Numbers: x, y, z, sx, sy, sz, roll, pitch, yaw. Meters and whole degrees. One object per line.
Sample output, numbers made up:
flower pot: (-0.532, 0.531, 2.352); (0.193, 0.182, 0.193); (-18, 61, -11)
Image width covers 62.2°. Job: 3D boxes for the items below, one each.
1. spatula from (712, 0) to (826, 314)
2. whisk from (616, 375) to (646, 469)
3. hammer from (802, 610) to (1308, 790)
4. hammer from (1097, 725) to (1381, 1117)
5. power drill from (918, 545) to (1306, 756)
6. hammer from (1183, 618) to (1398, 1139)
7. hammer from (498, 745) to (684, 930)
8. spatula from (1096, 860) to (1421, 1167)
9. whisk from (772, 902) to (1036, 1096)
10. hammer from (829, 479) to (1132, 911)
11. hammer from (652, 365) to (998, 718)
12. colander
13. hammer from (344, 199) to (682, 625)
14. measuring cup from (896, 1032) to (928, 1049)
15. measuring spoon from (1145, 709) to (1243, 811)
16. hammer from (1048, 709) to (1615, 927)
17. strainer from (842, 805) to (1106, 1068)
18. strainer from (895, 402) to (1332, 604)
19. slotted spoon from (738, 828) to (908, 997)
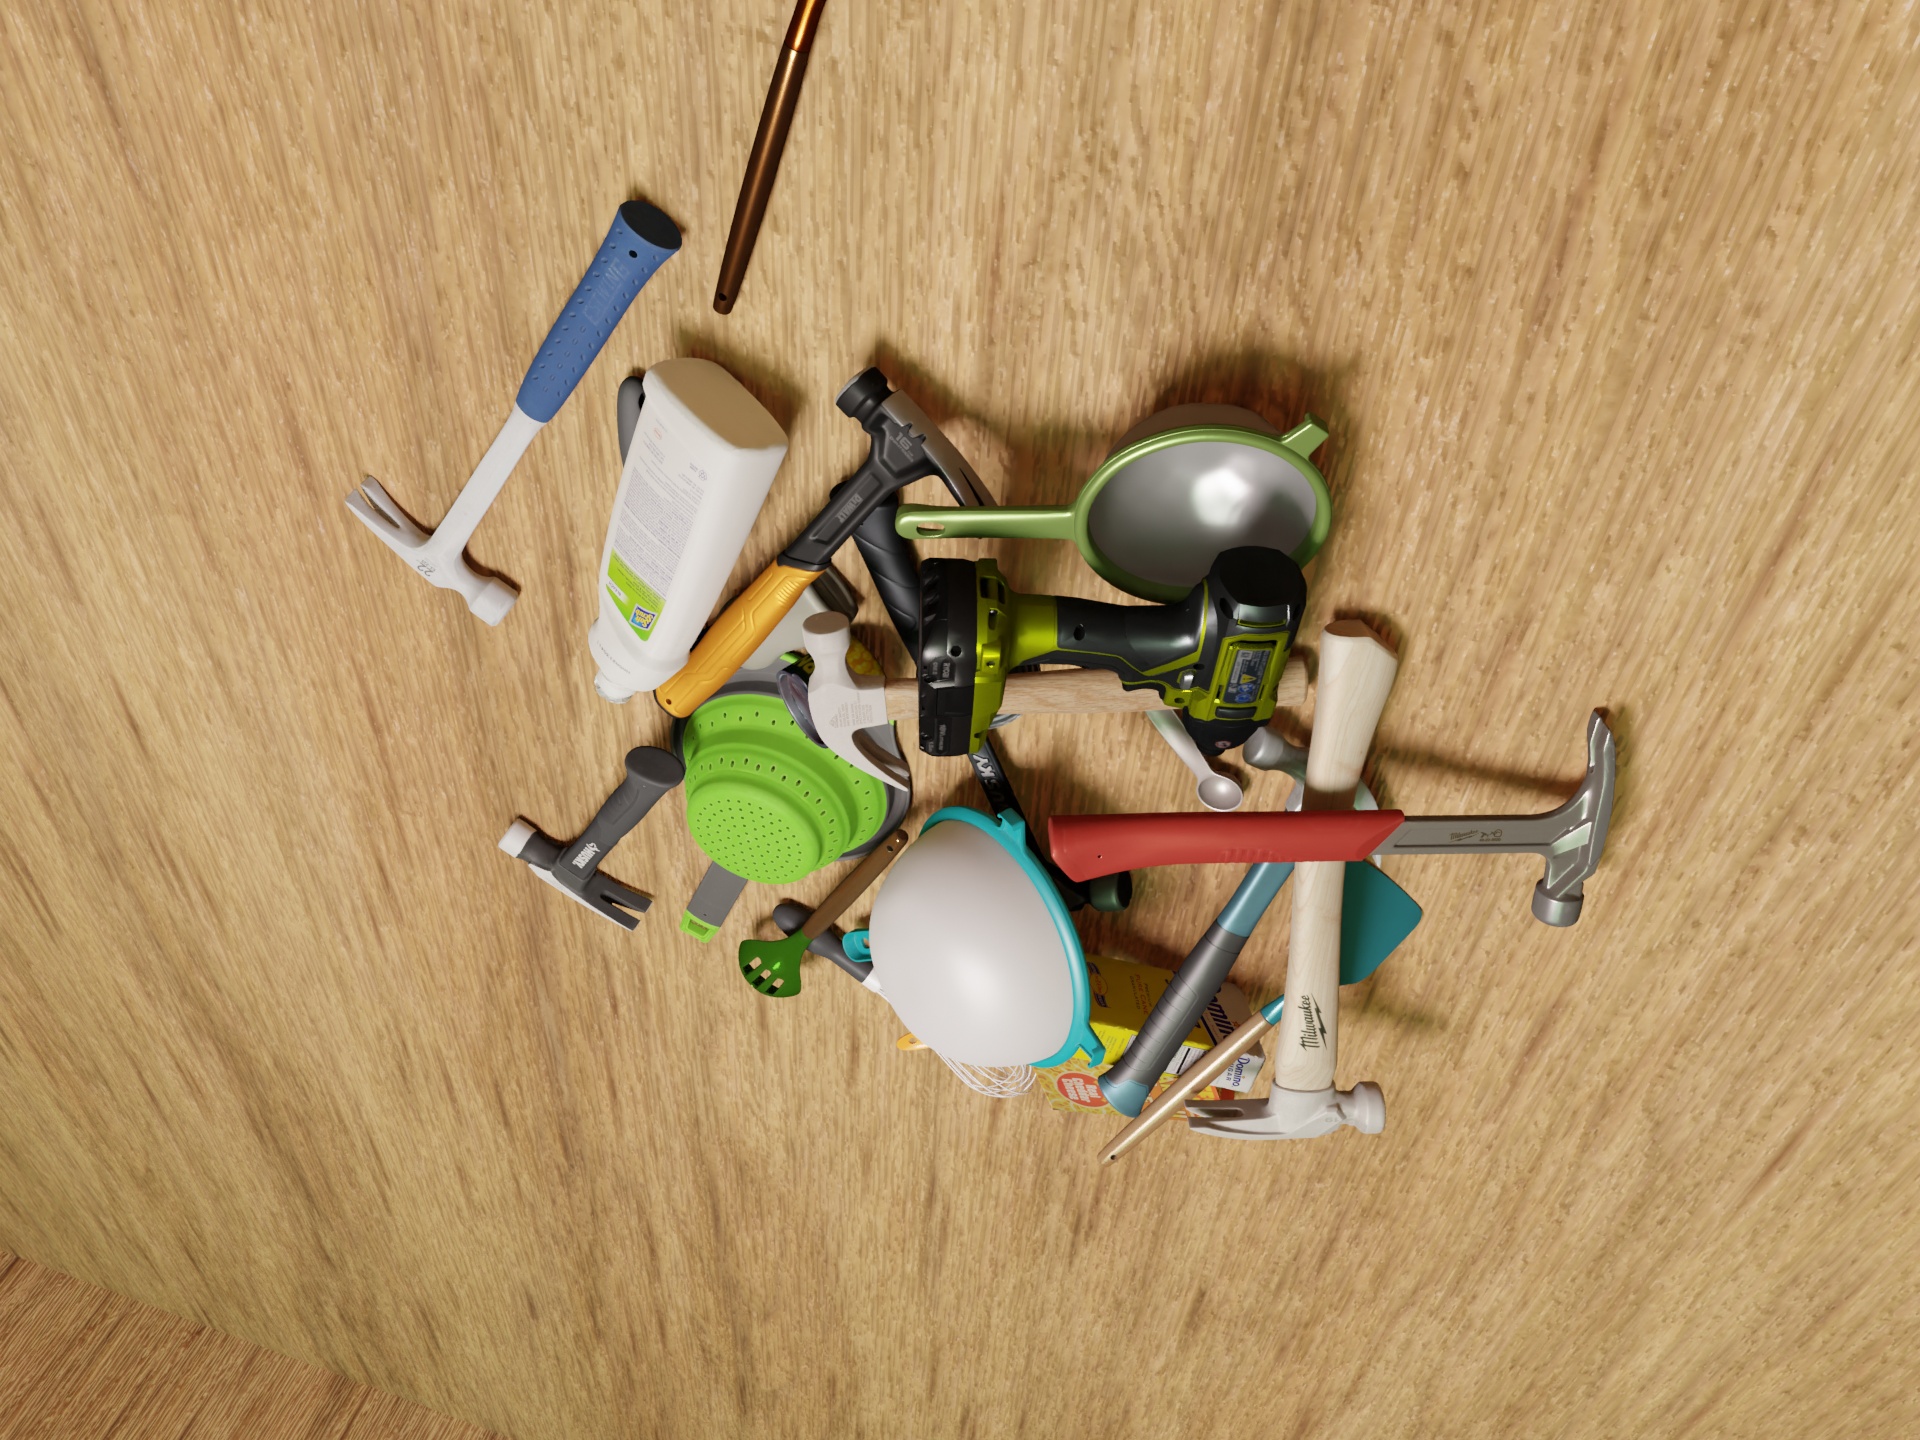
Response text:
spatula: (-0.100, -0.348, 0.878); (0.081, 0.041, 0.322); (26, 138, -3)
whisk: (-0.225, -0.137, 1.134); (0.055, 0.055, 0.238); (13, 131, 12)
hammer: (0.064, -0.017, 1.064); (0.331, 0.031, 0.130); (-2, 124, 3)
hammer: (0.190, 0.160, 1.156); (0.128, 0.033, 0.331); (22, 114, -15)
power drill: (0.086, -0.033, 0.979); (0.223, 0.080, 0.171); (1, 144, -2)
hammer: (0.239, 0.124, 1.102); (0.146, 0.038, 0.410); (-1, 117, -1)
hammer: (-0.293, 0.094, 1.345); (0.146, 0.035, 0.334); (36, 148, -10)
spatula: (0.214, 0.235, 1.206); (0.082, 0.044, 0.317); (37, 110, -18)
whisk: (-0.050, 0.249, 1.429); (0.284, 0.070, 0.070); (36, 136, -4)
hammer: (-0.002, -0.004, 1.174); (0.149, 0.036, 0.408); (-4, 129, 28)
hammer: (-0.113, -0.090, 1.084); (0.127, 0.034, 0.337); (47, 130, -4)
colander: (-0.181, 0.108, 1.316); (0.204, 0.095, 0.397); (29, 136, -5)
hammer: (-0.306, -0.213, 1.104); (0.144, 0.035, 0.405); (37, 135, -14)
measuring cup: (0.028, 0.234, 1.337); (0.173, 0.052, 0.095); (-18, 118, 8)
measuring spoon: (0.163, 0.015, 1.137); (0.034, 0.018, 0.124); (-24, 112, 38)
hammer: (0.237, 0.067, 1.033); (0.359, 0.037, 0.149); (0, 116, 0)
strainer: (-0.037, 0.185, 1.237); (0.340, 0.095, 0.211); (-15, 95, 58)
strainer: (0.090, -0.139, 0.953); (0.256, 0.069, 0.151); (0, 145, 7)
slotted spoon: (-0.119, 0.167, 1.345); (0.070, 0.031, 0.313); (42, 137, -1)
